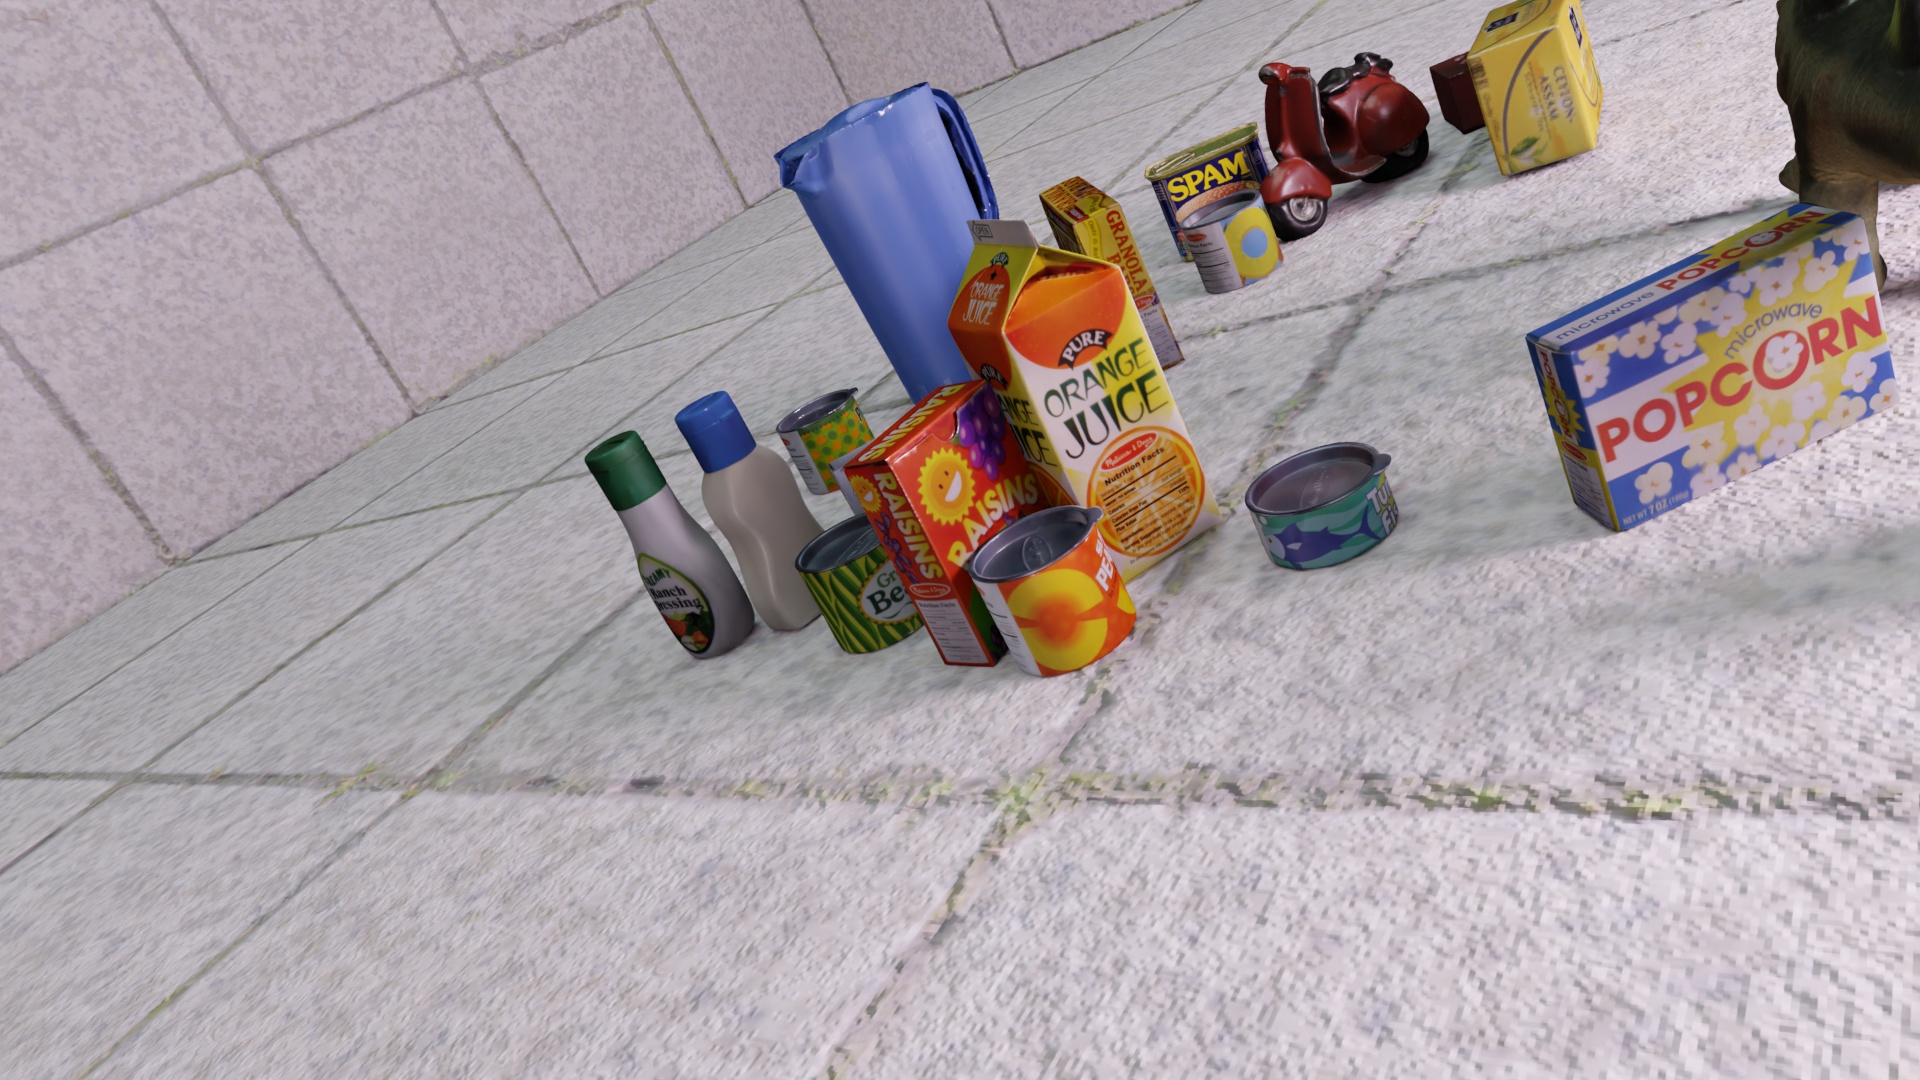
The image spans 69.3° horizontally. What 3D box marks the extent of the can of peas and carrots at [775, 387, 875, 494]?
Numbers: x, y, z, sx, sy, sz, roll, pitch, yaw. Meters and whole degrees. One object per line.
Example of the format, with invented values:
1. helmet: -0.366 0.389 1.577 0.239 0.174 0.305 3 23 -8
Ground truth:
1. can of peas and carrots: -0.099 -0.078 1.084 0.071 0.058 0.071 -23 21 9

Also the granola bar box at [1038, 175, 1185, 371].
1. granola bar box: 0.109 -0.199 1.033 0.039 0.124 0.166 -25 21 4

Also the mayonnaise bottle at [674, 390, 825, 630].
1. mayonnaise bottle: -0.124 -0.020 0.851 0.041 0.147 0.065 -5 29 44

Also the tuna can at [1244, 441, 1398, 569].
1. tuna can: 0.175 -0.017 0.662 0.071 0.032 0.071 -23 21 9

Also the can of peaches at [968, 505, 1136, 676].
1. can of peaches: 0.048 0.024 0.678 0.071 0.058 0.071 -23 21 9

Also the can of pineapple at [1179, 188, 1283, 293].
1. can of pineapple: 0.214 -0.235 1.088 0.071 0.057 0.071 -23 21 9

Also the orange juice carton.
1. orange juice carton: 0.057 -0.079 0.718 0.073 0.192 0.072 -32 21 -13

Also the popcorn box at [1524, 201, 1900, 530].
1. popcorn box: 0.304 -0.070 0.563 0.127 0.085 0.038 -26 21 2

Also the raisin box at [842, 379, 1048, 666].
1. raisin box: 0.003 -0.009 0.715 0.040 0.123 0.086 -4 30 46

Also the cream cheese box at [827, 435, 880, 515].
1. cream cheese box: -0.033 -0.052 0.954 0.104 0.053 0.024 -30 21 -8

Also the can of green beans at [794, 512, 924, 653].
1. can of green beans: -0.052 0.023 0.795 0.071 0.057 0.071 -23 21 9

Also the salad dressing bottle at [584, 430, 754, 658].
1. salad dressing bottle: -0.182 0.003 0.867 0.064 0.147 0.044 -7 28 42
